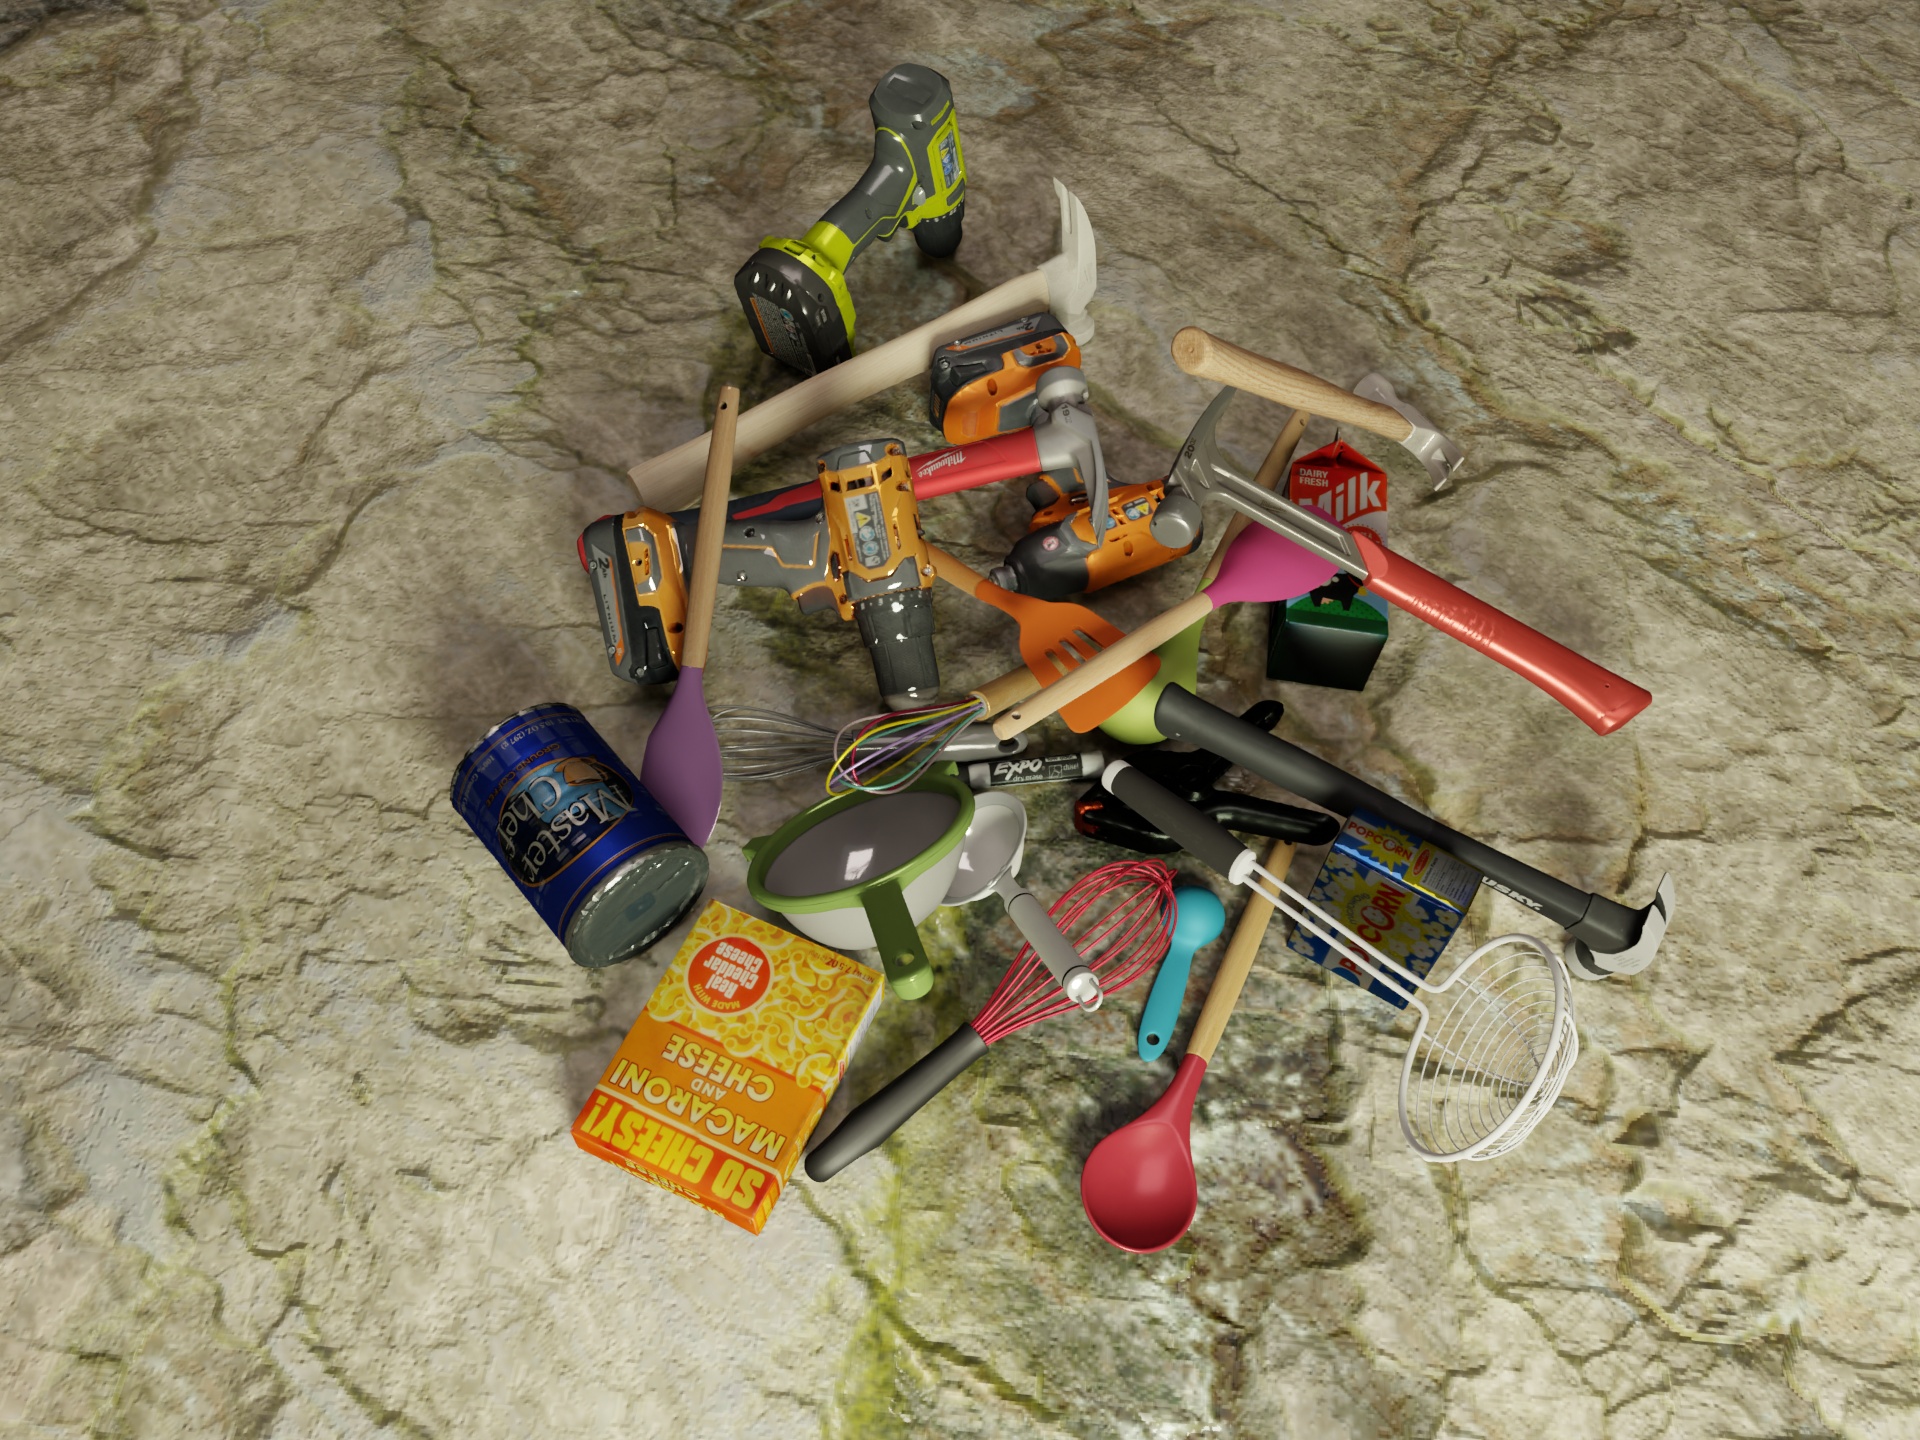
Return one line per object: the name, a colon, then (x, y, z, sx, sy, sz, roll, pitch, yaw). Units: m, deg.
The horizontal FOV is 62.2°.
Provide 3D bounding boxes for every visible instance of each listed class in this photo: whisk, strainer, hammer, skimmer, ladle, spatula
whisk: (-0.072, 0.014, 1.085, 0.239, 0.055, 0.055, -1, 57, -7)
whisk: (0.025, 0.181, 0.971, 0.296, 0.073, 0.073, -37, 65, -17)
strainer: (0.034, 0.111, 0.973, 0.087, 0.050, 0.259, -46, 27, 3)
hammer: (0.308, -0.099, 1.091, 0.359, 0.036, 0.149, 29, 56, 0)
skimmer: (0.191, 0.110, 0.909, 0.364, 0.090, 0.127, 37, 102, 41)
ladle: (0.155, 0.188, 0.987, 0.069, 0.031, 0.315, 27, 58, 7)
whisk: (-0.001, -0.005, 1.055, 0.051, 0.047, 0.245, 12, 28, 39)
spatula: (-0.170, -0.060, 1.041, 0.060, 0.018, 0.316, 9, 93, 14)
hammer: (0.273, 0.062, 0.981, 0.335, 0.146, 0.035, 27, 74, 9)
spatula: (0.002, -0.096, 1.131, 0.081, 0.041, 0.323, -40, 49, -18)
strainer: (-0.042, 0.115, 0.951, 0.151, 0.069, 0.257, -23, 23, -4)
hammer: (-0.088, -0.148, 1.142, 0.386, 0.038, 0.143, -12, 61, 7)
hammer: (-0.071, -0.276, 1.231, 0.410, 0.146, 0.038, -30, 56, -14)
ladle: (0.183, -0.114, 1.154, 0.078, 0.062, 0.320, 42, 60, -18)
hammer: (0.261, -0.231, 1.146, 0.331, 0.031, 0.130, 3, 40, -47)

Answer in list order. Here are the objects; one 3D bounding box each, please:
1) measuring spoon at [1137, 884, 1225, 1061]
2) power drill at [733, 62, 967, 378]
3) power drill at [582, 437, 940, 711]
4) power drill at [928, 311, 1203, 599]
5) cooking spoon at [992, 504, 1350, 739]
measuring spoon: (0.137, 0.156, 1.008, 0.042, 0.021, 0.129, 18, 57, 10)
power drill: (-0.073, -0.385, 1.283, 0.080, 0.190, 0.228, 31, 75, 17)
power drill: (-0.126, -0.079, 1.085, 0.226, 0.084, 0.185, -12, 91, 9)
power drill: (0.059, -0.192, 1.204, 0.164, 0.084, 0.227, -23, 64, -15)
cooking spoon: (0.146, -0.068, 1.064, 0.319, 0.017, 0.069, -32, 66, -25)
